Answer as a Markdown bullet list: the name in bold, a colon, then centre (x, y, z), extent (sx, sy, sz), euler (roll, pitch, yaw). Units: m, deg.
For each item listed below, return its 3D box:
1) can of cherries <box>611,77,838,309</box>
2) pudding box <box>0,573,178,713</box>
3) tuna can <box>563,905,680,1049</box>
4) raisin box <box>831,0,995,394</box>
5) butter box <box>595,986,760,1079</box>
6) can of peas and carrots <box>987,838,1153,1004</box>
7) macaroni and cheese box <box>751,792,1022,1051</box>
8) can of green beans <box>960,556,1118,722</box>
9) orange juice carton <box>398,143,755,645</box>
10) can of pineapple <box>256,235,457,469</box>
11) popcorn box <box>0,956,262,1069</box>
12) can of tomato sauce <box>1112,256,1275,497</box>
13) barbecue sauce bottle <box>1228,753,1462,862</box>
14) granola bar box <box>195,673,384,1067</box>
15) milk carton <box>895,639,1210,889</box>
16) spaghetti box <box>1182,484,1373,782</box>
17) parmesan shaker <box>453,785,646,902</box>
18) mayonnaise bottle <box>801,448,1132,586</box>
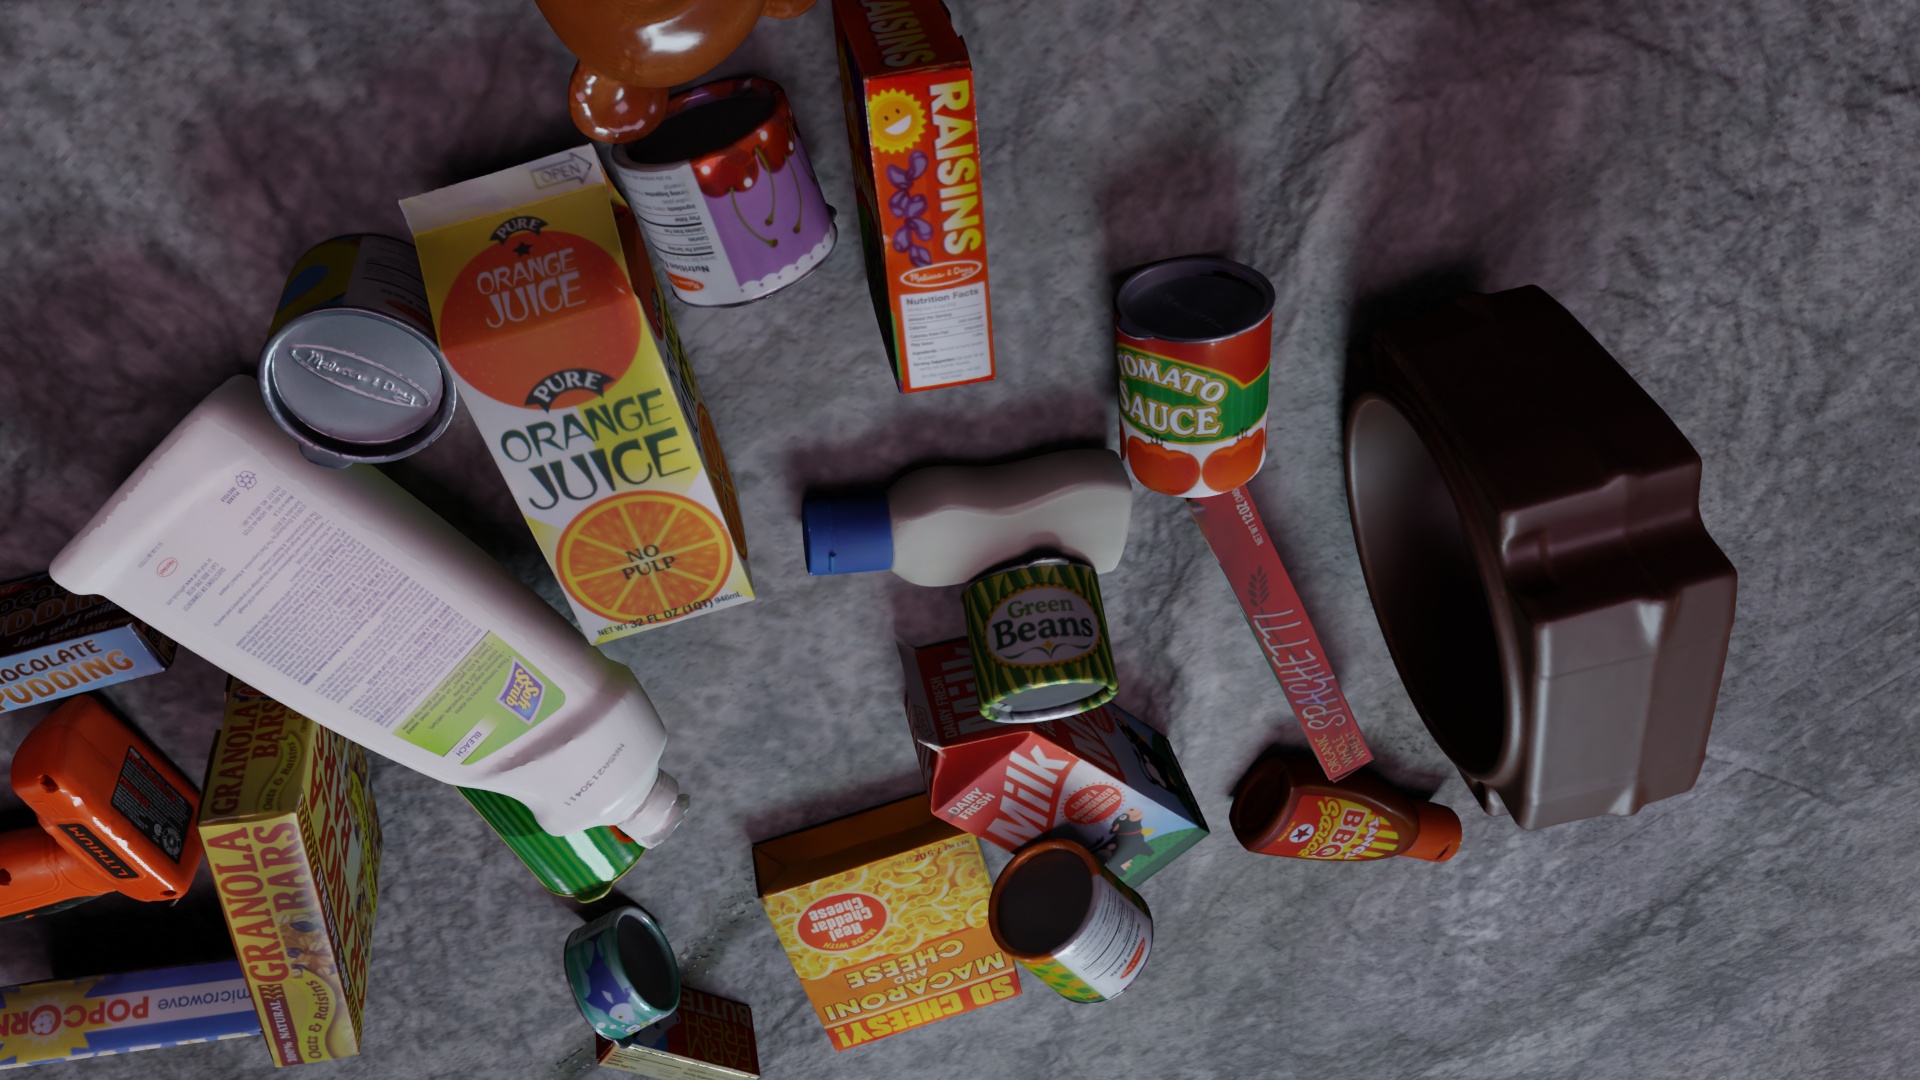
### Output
- **can of cherries**: centre (-0.083, -0.128, 0.506), extent (0.071, 0.072, 0.058), euler (-20, 129, 1)
- **pudding box**: centre (-0.366, 0.037, 0.568), extent (0.084, 0.050, 0.030), euler (-14, 132, -3)
- **tuna can**: centre (-0.185, 0.241, 0.769), extent (0.033, 0.071, 0.071), euler (-29, 130, 8)
- **raisin box**: centre (-0.016, -0.129, 0.509), extent (0.040, 0.086, 0.122), euler (-10, 130, -5)
- **butter box**: centre (-0.169, 0.295, 0.829), extent (0.103, 0.053, 0.024), euler (30, 113, -33)
- **can of peas and carrots**: centre (0.054, 0.193, 0.708), extent (0.071, 0.071, 0.058), euler (-33, 129, 12)
- **macaroni and cheese box**: centre (-0.038, 0.225, 0.818), extent (0.124, 0.040, 0.165), euler (-17, 130, -2)
- **can of green beans**: centre (0.037, 0.048, 0.647), extent (0.071, 0.058, 0.071), euler (-8, 158, -3)
- **orange juice carton**: centre (-0.143, -0.056, 0.540), extent (0.072, 0.073, 0.191), euler (-16, 130, -2)
- **can of pineapple**: centre (-0.222, -0.071, 0.516), extent (0.071, 0.058, 0.070), euler (-8, 129, -9)
- **popcorn box**: centre (-0.404, 0.233, 0.695), extent (0.127, 0.038, 0.085), euler (-4, 168, -13)
- **can of tomato sauce**: centre (0.100, -0.069, 0.600), extent (0.071, 0.071, 0.082), euler (-12, 131, -6)
- **barbecue sauce bottle**: centre (0.240, 0.169, 0.849), extent (0.148, 0.044, 0.064), euler (14, 121, -26)
- **granola bar box**: centre (-0.292, 0.131, 0.616), extent (0.039, 0.125, 0.164), euler (-3, 128, -15)
- **milk carton**: centre (0.039, 0.115, 0.730), extent (0.073, 0.073, 0.190), euler (-42, 127, 19)
- **spaghetti box**: centre (0.161, 0.038, 0.717), extent (0.028, 0.050, 0.249), euler (-28, 130, 9)
- **parmesan shaker**: centre (-0.198, 0.116, 0.664), extent (0.071, 0.071, 0.102), euler (-21, 130, 2)
- **mayonnaise bottle**: centre (0.002, -0.008, 0.641), extent (0.148, 0.041, 0.064), euler (-4, 135, -11)
